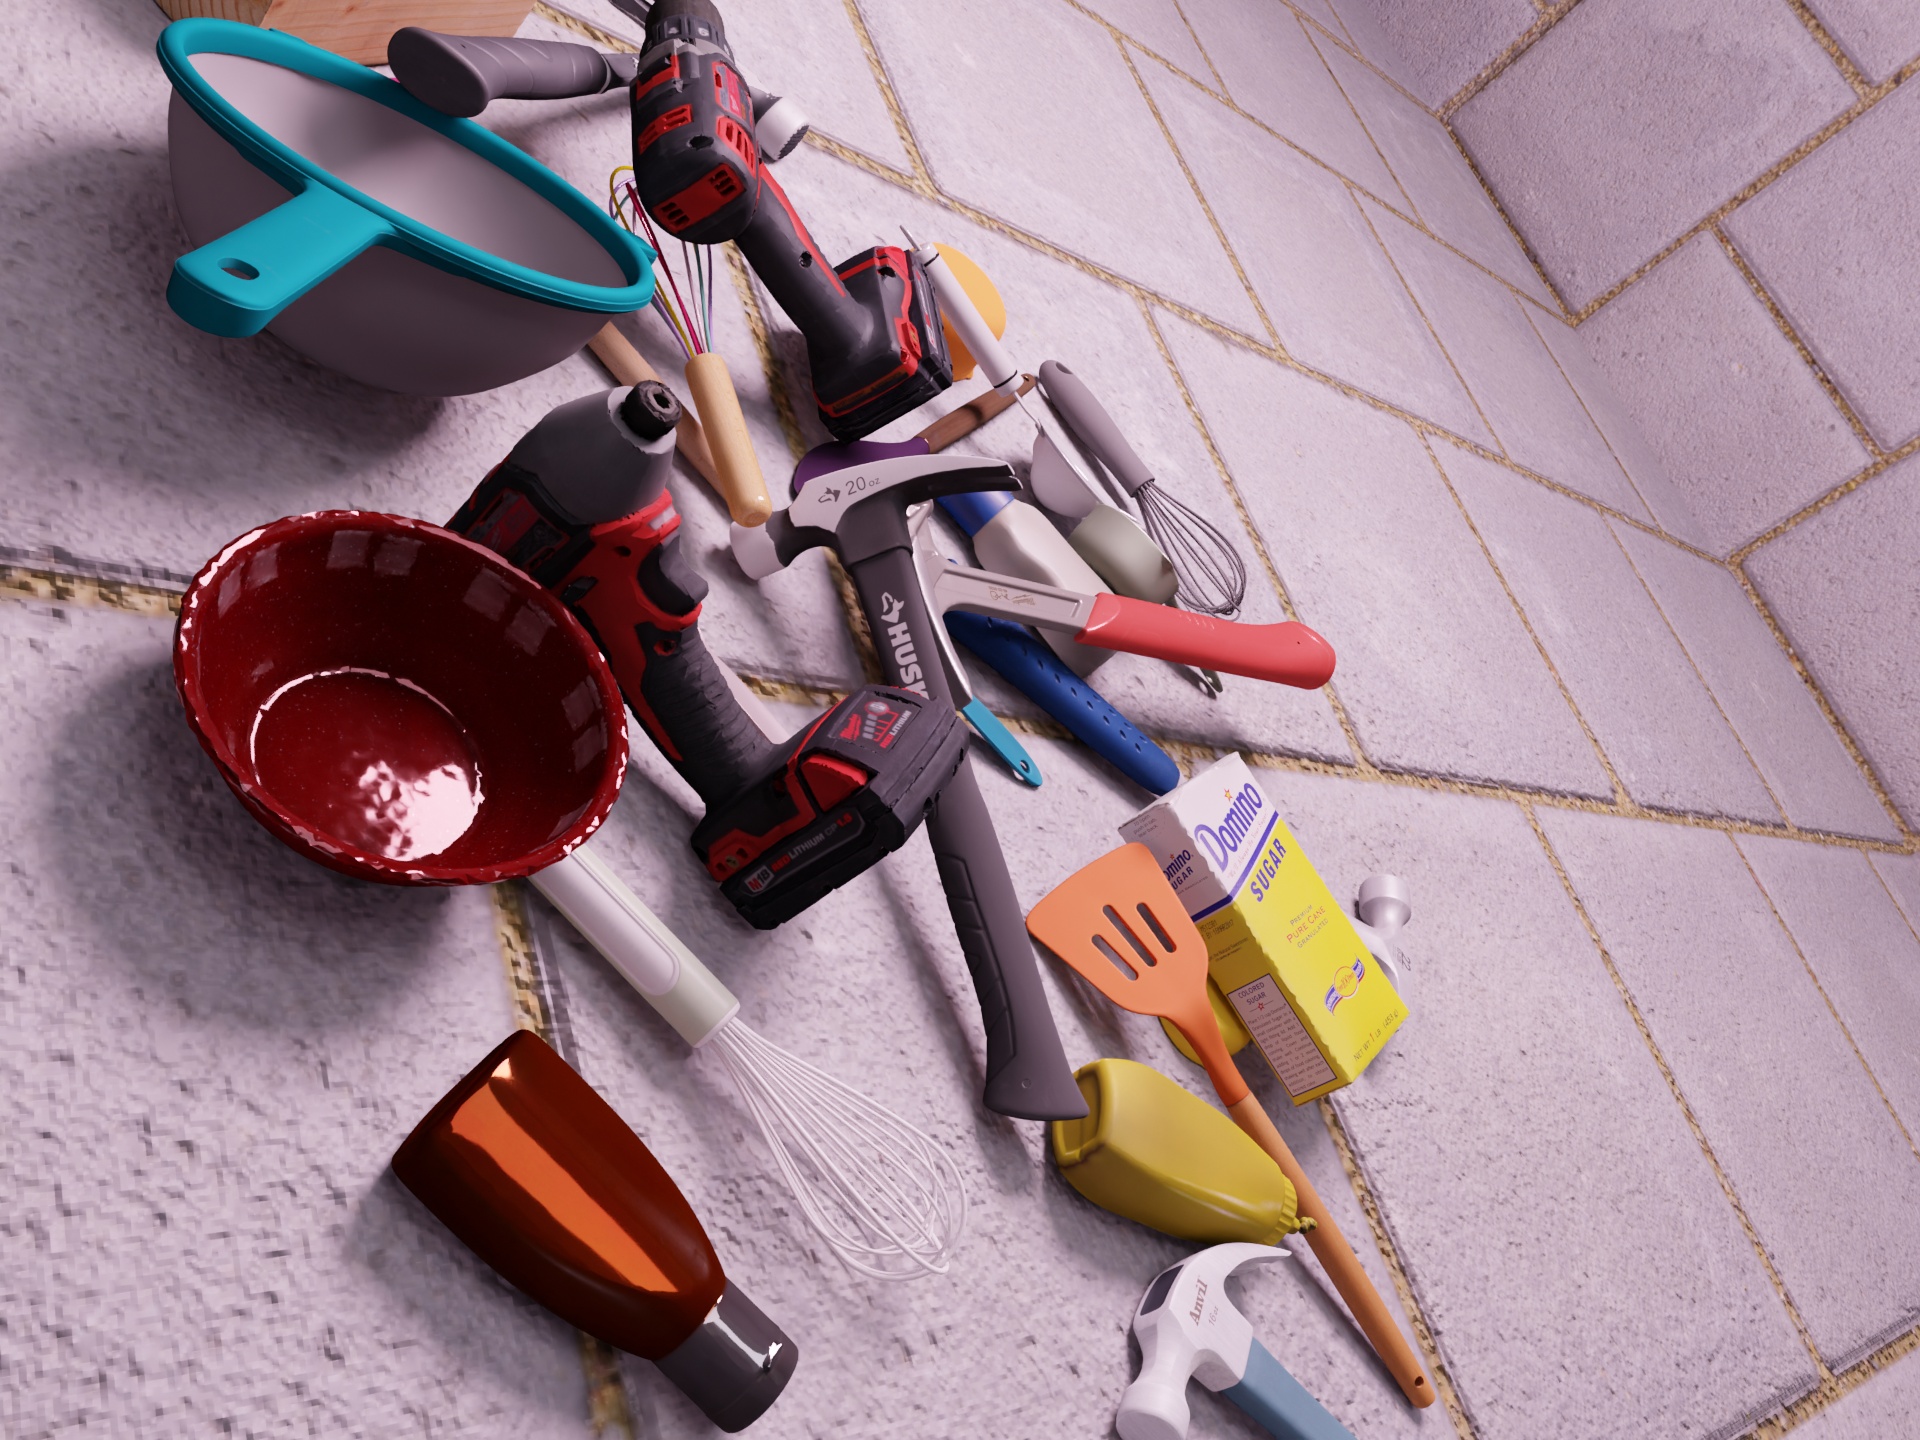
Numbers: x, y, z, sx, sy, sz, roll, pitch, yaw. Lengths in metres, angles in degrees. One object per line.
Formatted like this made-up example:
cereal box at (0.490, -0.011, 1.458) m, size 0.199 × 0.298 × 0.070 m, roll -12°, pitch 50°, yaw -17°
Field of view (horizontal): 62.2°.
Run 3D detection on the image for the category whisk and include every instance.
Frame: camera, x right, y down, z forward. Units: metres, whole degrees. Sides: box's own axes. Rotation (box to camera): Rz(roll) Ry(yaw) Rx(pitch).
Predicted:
whisk at (0.127, -0.167, 1.141) m, size 0.239 × 0.055 × 0.055 m, roll 54°, pitch 34°, yaw 13°
whisk at (-0.090, 0.125, 0.619) m, size 0.246 × 0.058 × 0.059 m, roll 46°, pitch 0°, yaw -1°
whisk at (-0.143, -0.202, 0.833) m, size 0.047 × 0.051 × 0.245 m, roll 52°, pitch 16°, yaw -63°

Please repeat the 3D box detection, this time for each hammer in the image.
hammer at (0.134, 0.047, 0.954) m, size 0.405 × 0.035 × 0.144 m, roll 39°, pitch 36°, yaw -18°
hammer at (-0.202, -0.370, 0.894) m, size 0.149 × 0.036 × 0.409 m, roll 44°, pitch 24°, yaw -7°
hammer at (0.203, 0.370, 0.739) m, size 0.331 × 0.033 × 0.128 m, roll 45°, pitch 36°, yaw -10°
hammer at (0.104, -0.048, 0.936) m, size 0.358 × 0.036 × 0.149 m, roll 9°, pitch 55°, yaw -41°
hammer at (-0.002, 0.027, 0.758) m, size 0.035 × 0.146 × 0.335 m, roll 40°, pitch 31°, yaw -71°

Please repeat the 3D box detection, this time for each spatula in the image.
spatula at (-0.017, -0.181, 1.007) m, size 0.060 × 0.018 × 0.316 m, roll 43°, pitch 35°, yaw 2°
spatula at (0.151, 0.213, 0.818) m, size 0.081 × 0.041 × 0.322 m, roll -32°, pitch 92°, yaw -20°

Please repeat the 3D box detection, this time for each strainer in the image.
strainer at (-0.243, -0.172, 0.626) m, size 0.211 × 0.095 × 0.341 m, roll 28°, pitch 23°, yaw -15°
strainer at (0.034, -0.212, 1.036) m, size 0.258 × 0.050 × 0.087 m, roll 53°, pitch 10°, yaw -23°

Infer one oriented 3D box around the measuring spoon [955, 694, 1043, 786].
measuring spoon at (-0.001, -0.003, 0.868) m, size 0.128 × 0.021 × 0.042 m, roll 46°, pitch 33°, yaw -24°

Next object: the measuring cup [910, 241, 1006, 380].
measuring cup at (-0.019, -0.256, 1.043) m, size 0.095 × 0.052 × 0.174 m, roll 40°, pitch 34°, yaw -16°

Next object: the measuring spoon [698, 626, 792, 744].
measuring spoon at (-0.109, -0.008, 0.749) m, size 0.124 × 0.018 × 0.034 m, roll 49°, pitch 21°, yaw -15°

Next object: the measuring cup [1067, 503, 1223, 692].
measuring cup at (0.124, -0.068, 1.048) m, size 0.167 × 0.038 × 0.083 m, roll 54°, pitch -9°, yaw -31°

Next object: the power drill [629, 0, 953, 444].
power drill at (-0.101, -0.284, 0.884) m, size 0.226 × 0.080 × 0.188 m, roll 44°, pitch 27°, yaw -46°

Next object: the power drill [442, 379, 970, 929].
power drill at (-0.107, -0.031, 0.657) m, size 0.219 × 0.143 × 0.079 m, roll 48°, pitch 37°, yaw -9°

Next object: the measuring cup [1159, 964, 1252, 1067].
measuring cup at (0.172, 0.164, 0.893) m, size 0.156 × 0.029 × 0.062 m, roll 13°, pitch 50°, yaw -39°

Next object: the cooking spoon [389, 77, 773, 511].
cooking spoon at (-0.197, -0.212, 0.828) m, size 0.319 × 0.017 × 0.069 m, roll 49°, pitch 36°, yaw -3°
